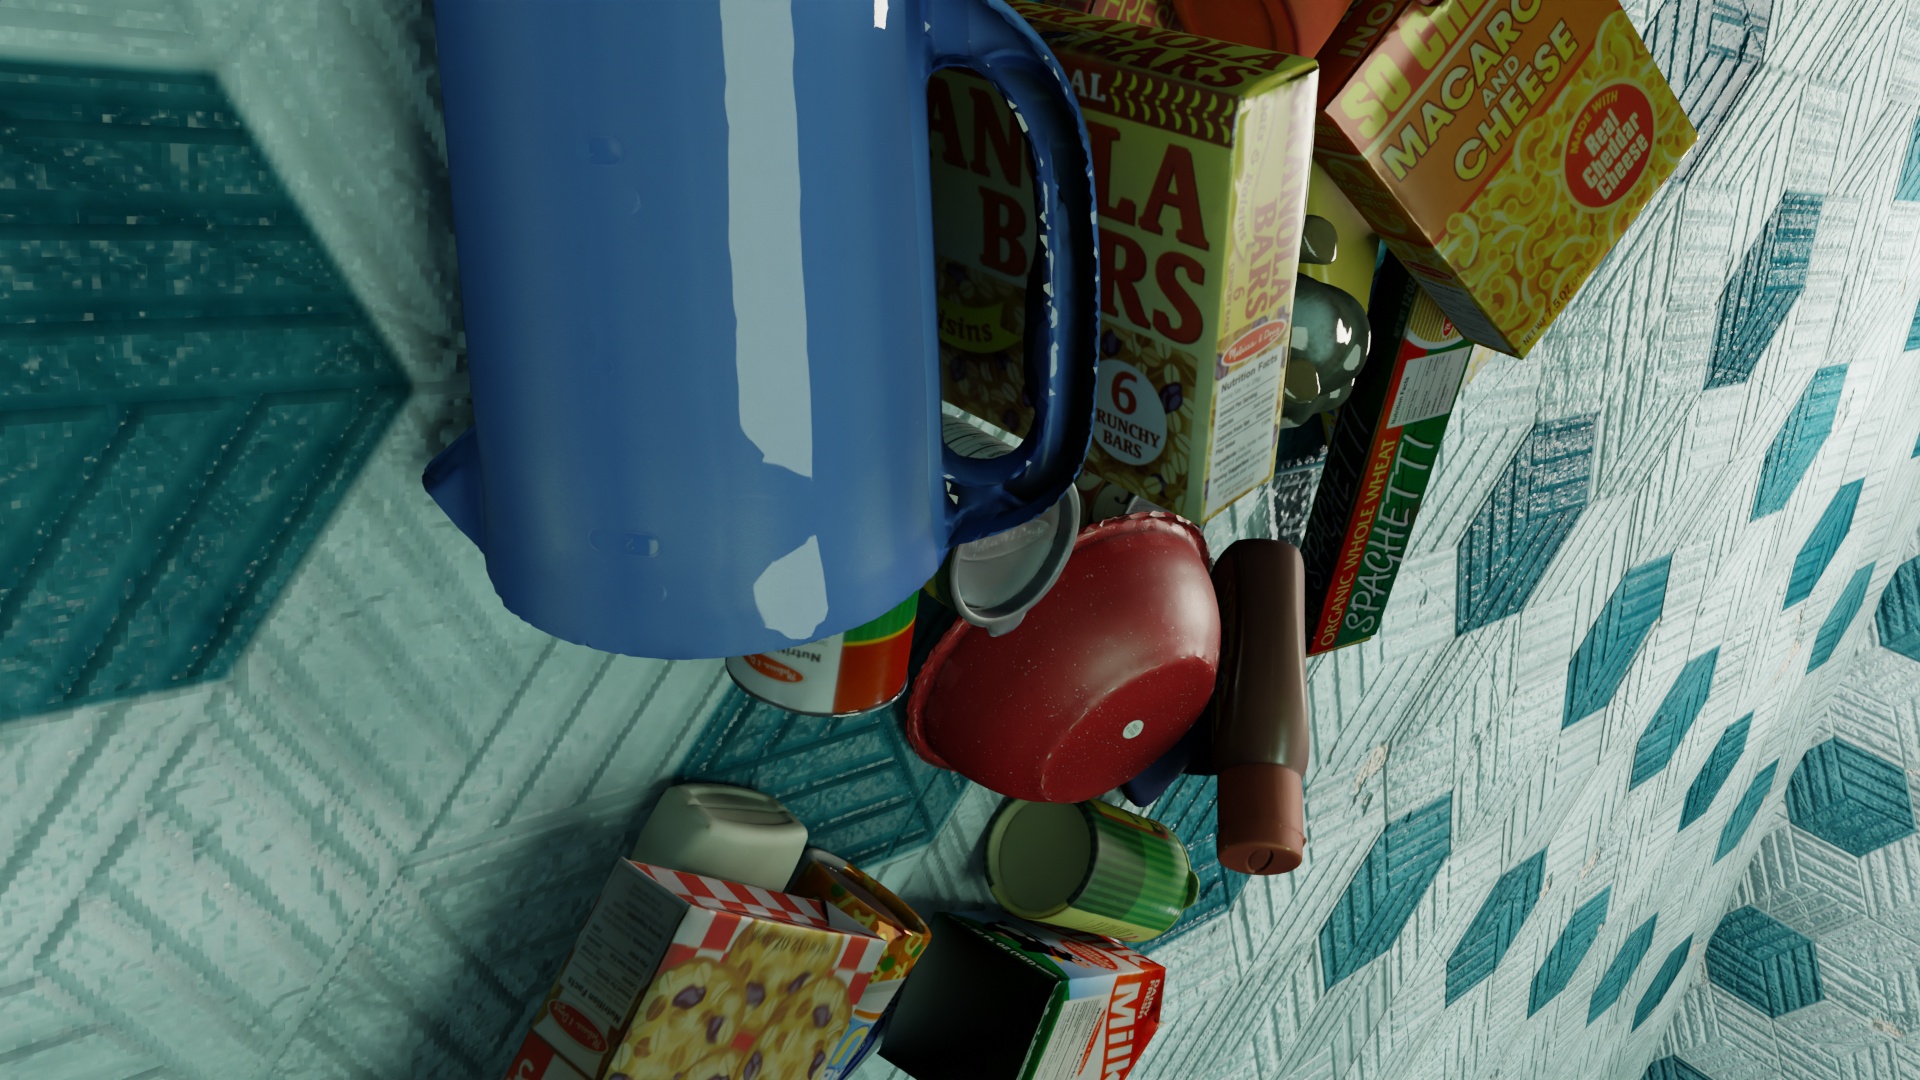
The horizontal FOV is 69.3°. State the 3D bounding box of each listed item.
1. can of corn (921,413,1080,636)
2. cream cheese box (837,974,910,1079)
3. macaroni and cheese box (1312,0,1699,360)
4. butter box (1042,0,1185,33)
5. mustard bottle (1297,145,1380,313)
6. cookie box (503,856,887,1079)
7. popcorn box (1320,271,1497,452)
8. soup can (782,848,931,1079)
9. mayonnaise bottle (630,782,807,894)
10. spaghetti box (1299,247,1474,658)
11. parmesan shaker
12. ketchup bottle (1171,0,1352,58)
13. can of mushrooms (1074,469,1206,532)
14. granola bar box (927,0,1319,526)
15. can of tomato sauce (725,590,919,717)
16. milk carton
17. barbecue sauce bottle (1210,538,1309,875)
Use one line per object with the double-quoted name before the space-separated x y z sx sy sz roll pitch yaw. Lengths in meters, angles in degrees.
"can of corn" 0.002 -0.007 0.535 0.071 0.058 0.070 -26 131 -34
"cream cheese box" -0.067 0.232 0.644 0.104 0.024 0.053 -42 137 -20
"macaroni and cheese box" 0.218 -0.172 0.566 0.166 0.040 0.123 36 93 -34
"butter box" 0.072 -0.190 0.518 0.104 0.024 0.053 3 111 -47
"mustard bottle" 0.158 -0.130 0.627 0.065 0.049 0.159 -41 138 -25
"cookie box" -0.108 0.203 0.487 0.123 0.040 0.167 36 79 -55
"popcorn box" 0.241 -0.106 0.738 0.127 0.038 0.085 -45 138 -16
"soup can" -0.059 0.184 0.583 0.084 0.071 0.071 -55 141 -4
"mayonnaise bottle" -0.117 0.166 0.536 0.065 0.041 0.148 20 100 -51
"spaghetti box" 0.212 -0.044 0.698 0.050 0.029 0.248 -13 131 -23
"parmesan shaker" 0.068 0.165 0.705 0.103 0.071 0.071 31 90 -51
"ketchup bottle" 0.131 -0.232 0.513 0.064 0.043 0.149 53 57 -28
"can of mushrooms" 0.082 -0.015 0.634 0.071 0.033 0.070 -25 130 -33
"granola bar box" 0.023 -0.093 0.417 0.039 0.166 0.123 -29 133 -34
"can of tomato sauce" -0.045 0.009 0.490 0.071 0.071 0.082 -13 123 -41
"milk carton" 0.044 0.236 0.706 0.190 0.072 0.073 27 85 -59
"barbecue sauce bottle" 0.135 0.075 0.631 0.064 0.044 0.149 92 5 -56
